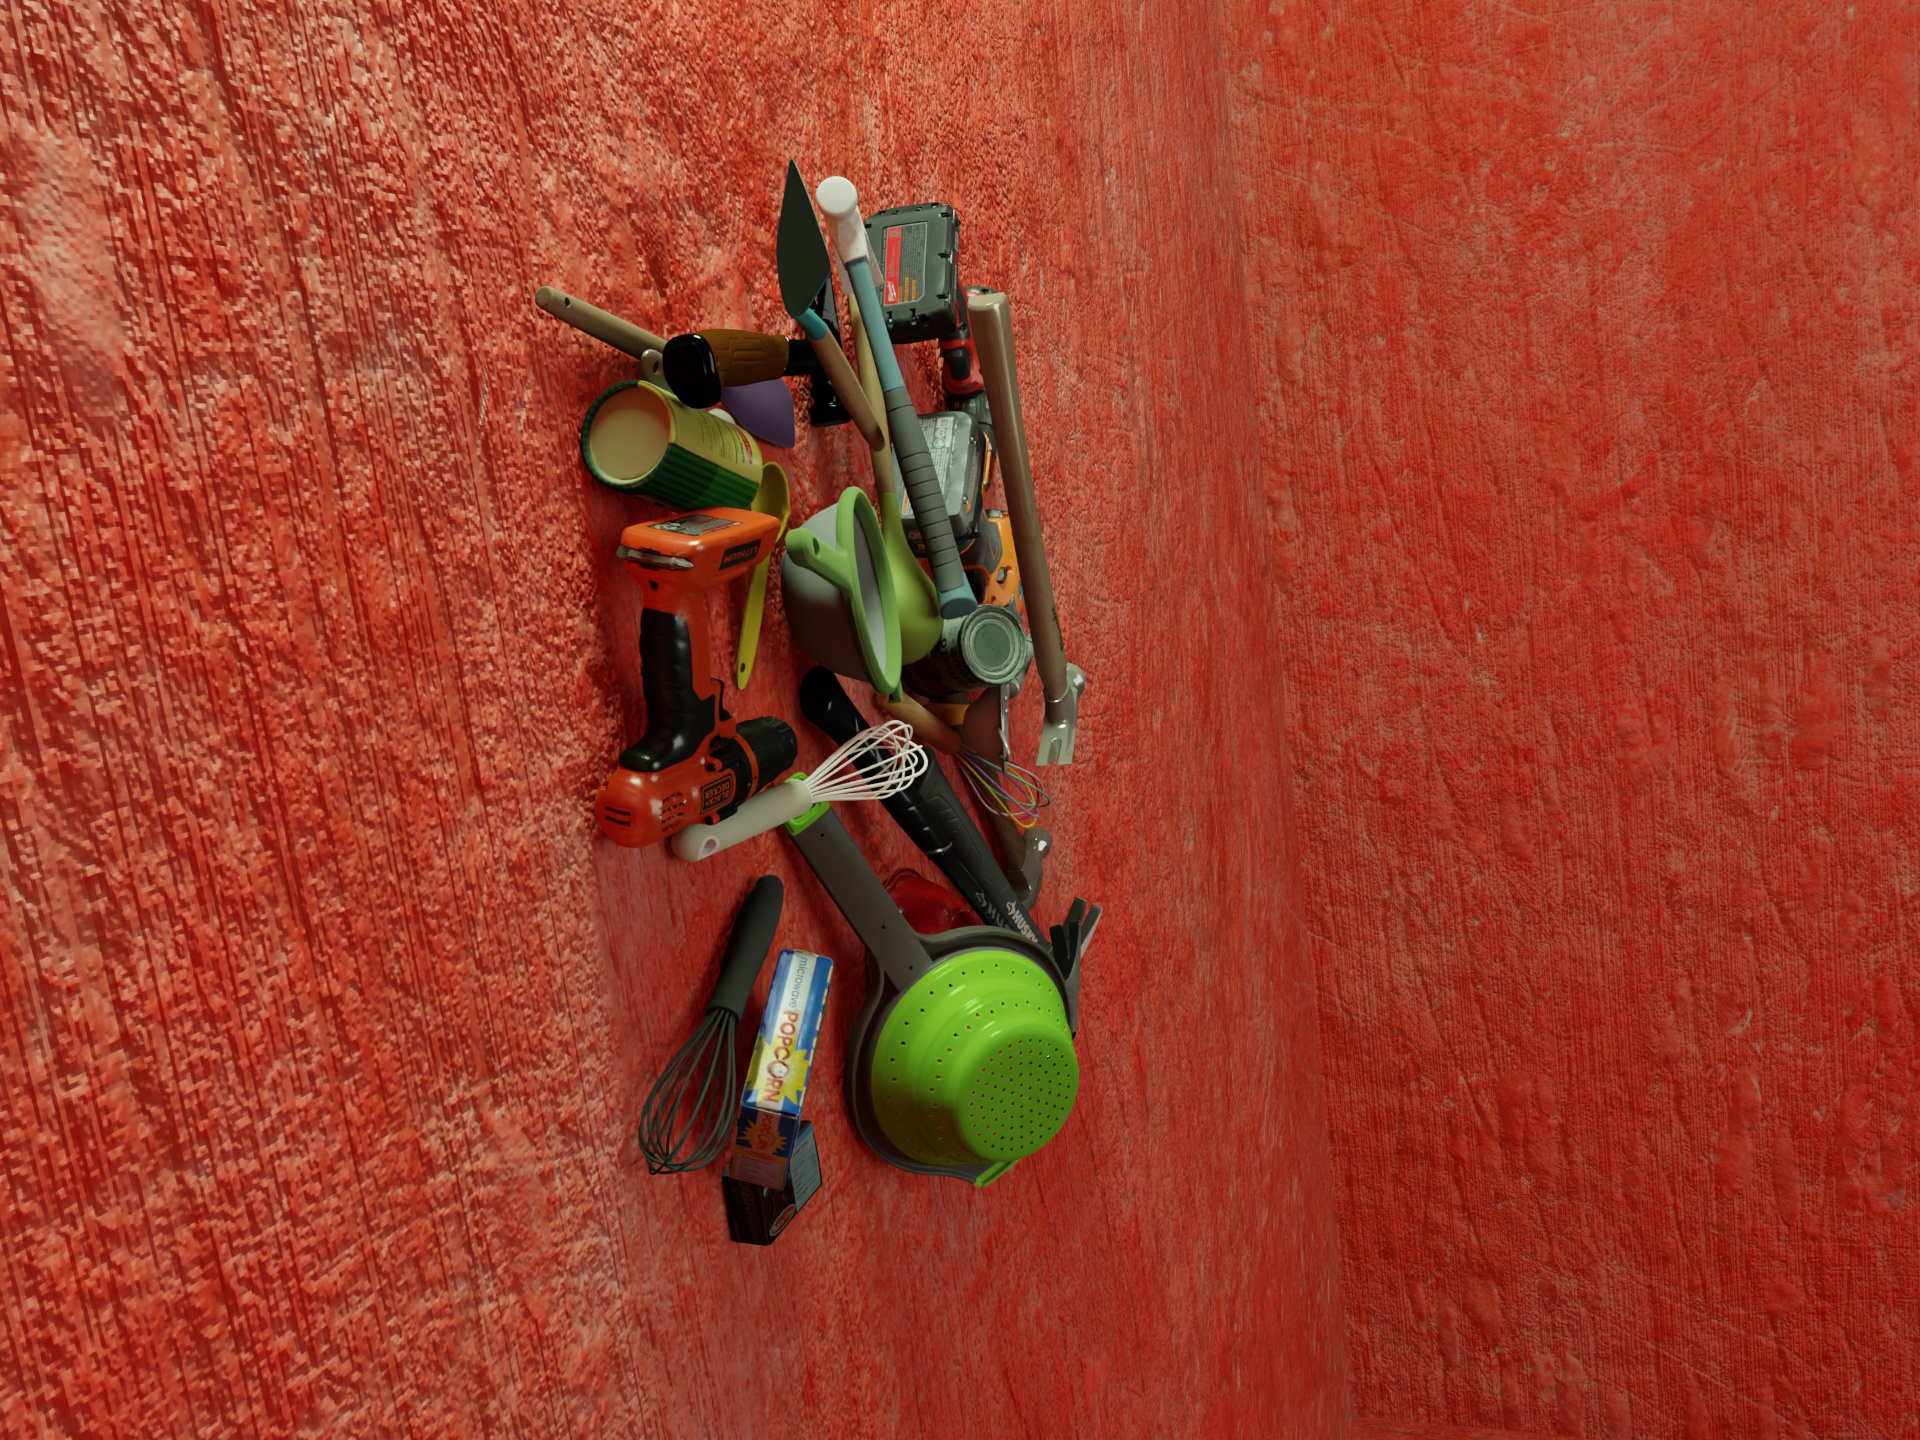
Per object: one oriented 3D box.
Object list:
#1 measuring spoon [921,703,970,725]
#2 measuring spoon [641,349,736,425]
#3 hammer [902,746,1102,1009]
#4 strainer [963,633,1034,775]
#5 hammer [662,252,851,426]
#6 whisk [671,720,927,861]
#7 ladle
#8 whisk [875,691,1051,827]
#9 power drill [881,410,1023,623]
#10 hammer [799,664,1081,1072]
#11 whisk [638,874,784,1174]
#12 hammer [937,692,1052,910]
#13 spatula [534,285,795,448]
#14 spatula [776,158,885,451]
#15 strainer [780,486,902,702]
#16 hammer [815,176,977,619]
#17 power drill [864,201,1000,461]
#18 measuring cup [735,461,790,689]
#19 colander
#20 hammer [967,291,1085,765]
[{"bbox_3d":[-0.002,-0.004,1.385,0.117,0.011,0.021,-3,101,-46],"label":"measuring spoon"},{"bbox_3d":[-0.170,-0.201,1.014,0.034,0.018,0.124,-66,159,-10],"label":"measuring spoon"},{"bbox_3d":[0.029,0.140,1.426,0.146,0.035,0.334,-50,134,-21],"label":"hammer"},{"bbox_3d":[0.040,-0.024,1.396,0.258,0.050,0.086,-65,154,-64],"label":"strainer"},{"bbox_3d":[-0.129,-0.248,1.052,0.337,0.034,0.127,-58,141,-73],"label":"hammer"},{"bbox_3d":[-0.105,0.048,1.077,0.246,0.059,0.057,-23,137,-52],"label":"whisk"},{"bbox_3d":[-0.067,-0.202,1.279,0.062,0.078,0.320,152,-69,-65],"label":"ladle"},{"bbox_3d":[0.005,0.032,1.372,0.244,0.051,0.047,38,69,-46],"label":"whisk"},{"bbox_3d":[0.004,-0.148,1.402,0.226,0.084,0.164,55,37,-59],"label":"power drill"},{"bbox_3d":[-0.006,0.110,1.268,0.408,0.036,0.149,55,33,-31],"label":"hammer"},{"bbox_3d":[-0.148,0.183,0.998,0.239,0.055,0.055,-75,153,-49],"label":"whisk"},{"bbox_3d":[0.021,0.053,1.476,0.130,0.031,0.331,-72,150,-45],"label":"hammer"},{"bbox_3d":[-0.177,-0.231,1.028,0.315,0.018,0.060,4,82,-70],"label":"spatula"},{"bbox_3d":[-0.082,-0.259,1.100,0.317,0.044,0.082,56,13,-72],"label":"spatula"},{"bbox_3d":[-0.100,-0.093,1.094,0.256,0.069,0.151,25,56,-79],"label":"strainer"},{"bbox_3d":[-0.047,-0.238,1.216,0.128,0.033,0.331,-87,161,-86],"label":"hammer"},{"bbox_3d":[-0.012,-0.326,1.399,0.226,0.080,0.188,36,54,-67],"label":"power drill"},{"bbox_3d":[-0.149,-0.100,1.085,0.062,0.029,0.156,8,91,-70],"label":"measuring cup"},{"bbox_3d":[-0.016,0.203,1.170,0.204,0.095,0.396,-39,117,-17],"label":"colander"},{"bbox_3d":[0.056,-0.157,1.357,0.146,0.038,0.410,-76,158,-56],"label":"hammer"}]
